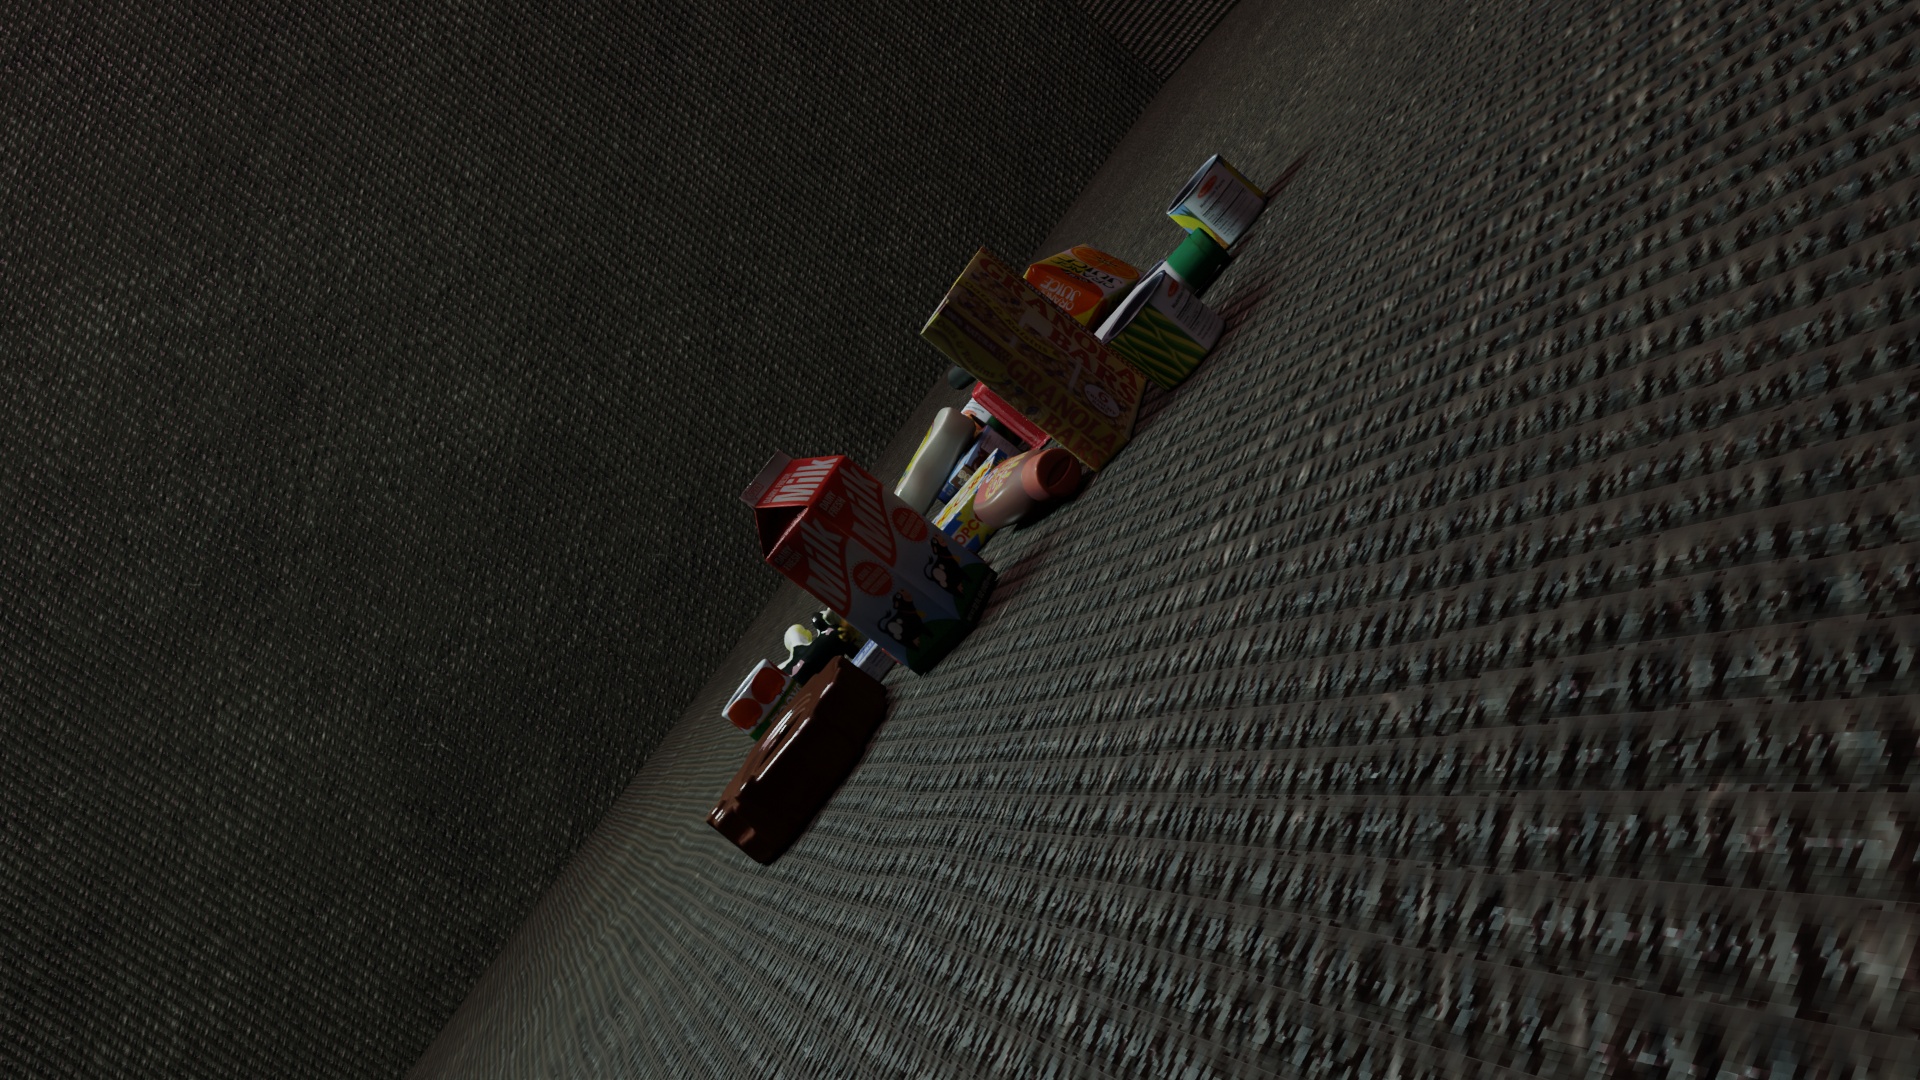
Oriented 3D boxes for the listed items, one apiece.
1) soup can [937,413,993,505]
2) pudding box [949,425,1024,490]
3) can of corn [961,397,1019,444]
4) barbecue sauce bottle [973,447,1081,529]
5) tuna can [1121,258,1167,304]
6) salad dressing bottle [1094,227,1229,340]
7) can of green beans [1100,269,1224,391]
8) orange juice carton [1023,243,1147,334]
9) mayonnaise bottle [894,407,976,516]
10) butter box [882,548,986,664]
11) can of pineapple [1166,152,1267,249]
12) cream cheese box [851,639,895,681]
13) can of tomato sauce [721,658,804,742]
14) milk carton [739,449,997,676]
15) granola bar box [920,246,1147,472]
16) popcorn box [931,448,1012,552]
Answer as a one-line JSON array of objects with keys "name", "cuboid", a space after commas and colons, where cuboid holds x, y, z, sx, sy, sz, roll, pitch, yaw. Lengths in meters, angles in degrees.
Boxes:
[{"name": "soup can", "cuboid": [0.008, -0.076, 1.411, 0.083, 0.071, 0.071, -49, 8, 11]}, {"name": "pudding box", "cuboid": [0.026, -0.070, 1.332, 0.030, 0.049, 0.084, -48, 9, 35]}, {"name": "can of corn", "cuboid": [0.038, -0.128, 1.481, 0.058, 0.071, 0.071, -53, 8, -16]}, {"name": "barbecue sauce bottle", "cuboid": [0.054, -0.044, 1.080, 0.065, 0.043, 0.148, -52, 8, -12]}, {"name": "tuna can", "cuboid": [0.168, -0.211, 1.222, 0.071, 0.033, 0.071, -50, 8, 10]}, {"name": "salad dressing bottle", "cuboid": [0.160, -0.194, 1.159, 0.147, 0.044, 0.064, -47, 0, 20]}, {"name": "can of green beans", "cuboid": [0.145, -0.149, 0.987, 0.071, 0.058, 0.071, -50, 8, 10]}, {"name": "orange juice carton", "cuboid": [0.100, -0.209, 1.251, 0.193, 0.072, 0.072, -38, -27, -60]}, {"name": "mayonnaise bottle", "cuboid": [-0.037, -0.056, 1.342, 0.148, 0.041, 0.064, -60, 4, -9]}, {"name": "butter box", "cuboid": [-0.023, 0.054, 1.143, 0.104, 0.024, 0.053, -54, 8, -15]}, {"name": "can of pineapple", "cuboid": [0.219, -0.288, 1.189, 0.071, 0.058, 0.071, -50, 8, 10]}, {"name": "cream cheese box", "cuboid": [-0.075, 0.104, 1.214, 0.103, 0.024, 0.053, -51, 9, 7]}, {"name": "can of tomato sauce", "cuboid": [-0.164, 0.157, 1.263, 0.071, 0.083, 0.071, -51, 8, 10]}, {"name": "milk carton", "cuboid": [-0.074, 0.007, 1.039, 0.073, 0.190, 0.073, -46, 9, 38]}, {"name": "granola bar box", "cuboid": [0.058, -0.137, 1.035, 0.039, 0.165, 0.125, -48, 9, 31]}, {"name": "popcorn box", "cuboid": [0.004, -0.016, 1.250, 0.126, 0.038, 0.085, -48, 8, 22]}]
